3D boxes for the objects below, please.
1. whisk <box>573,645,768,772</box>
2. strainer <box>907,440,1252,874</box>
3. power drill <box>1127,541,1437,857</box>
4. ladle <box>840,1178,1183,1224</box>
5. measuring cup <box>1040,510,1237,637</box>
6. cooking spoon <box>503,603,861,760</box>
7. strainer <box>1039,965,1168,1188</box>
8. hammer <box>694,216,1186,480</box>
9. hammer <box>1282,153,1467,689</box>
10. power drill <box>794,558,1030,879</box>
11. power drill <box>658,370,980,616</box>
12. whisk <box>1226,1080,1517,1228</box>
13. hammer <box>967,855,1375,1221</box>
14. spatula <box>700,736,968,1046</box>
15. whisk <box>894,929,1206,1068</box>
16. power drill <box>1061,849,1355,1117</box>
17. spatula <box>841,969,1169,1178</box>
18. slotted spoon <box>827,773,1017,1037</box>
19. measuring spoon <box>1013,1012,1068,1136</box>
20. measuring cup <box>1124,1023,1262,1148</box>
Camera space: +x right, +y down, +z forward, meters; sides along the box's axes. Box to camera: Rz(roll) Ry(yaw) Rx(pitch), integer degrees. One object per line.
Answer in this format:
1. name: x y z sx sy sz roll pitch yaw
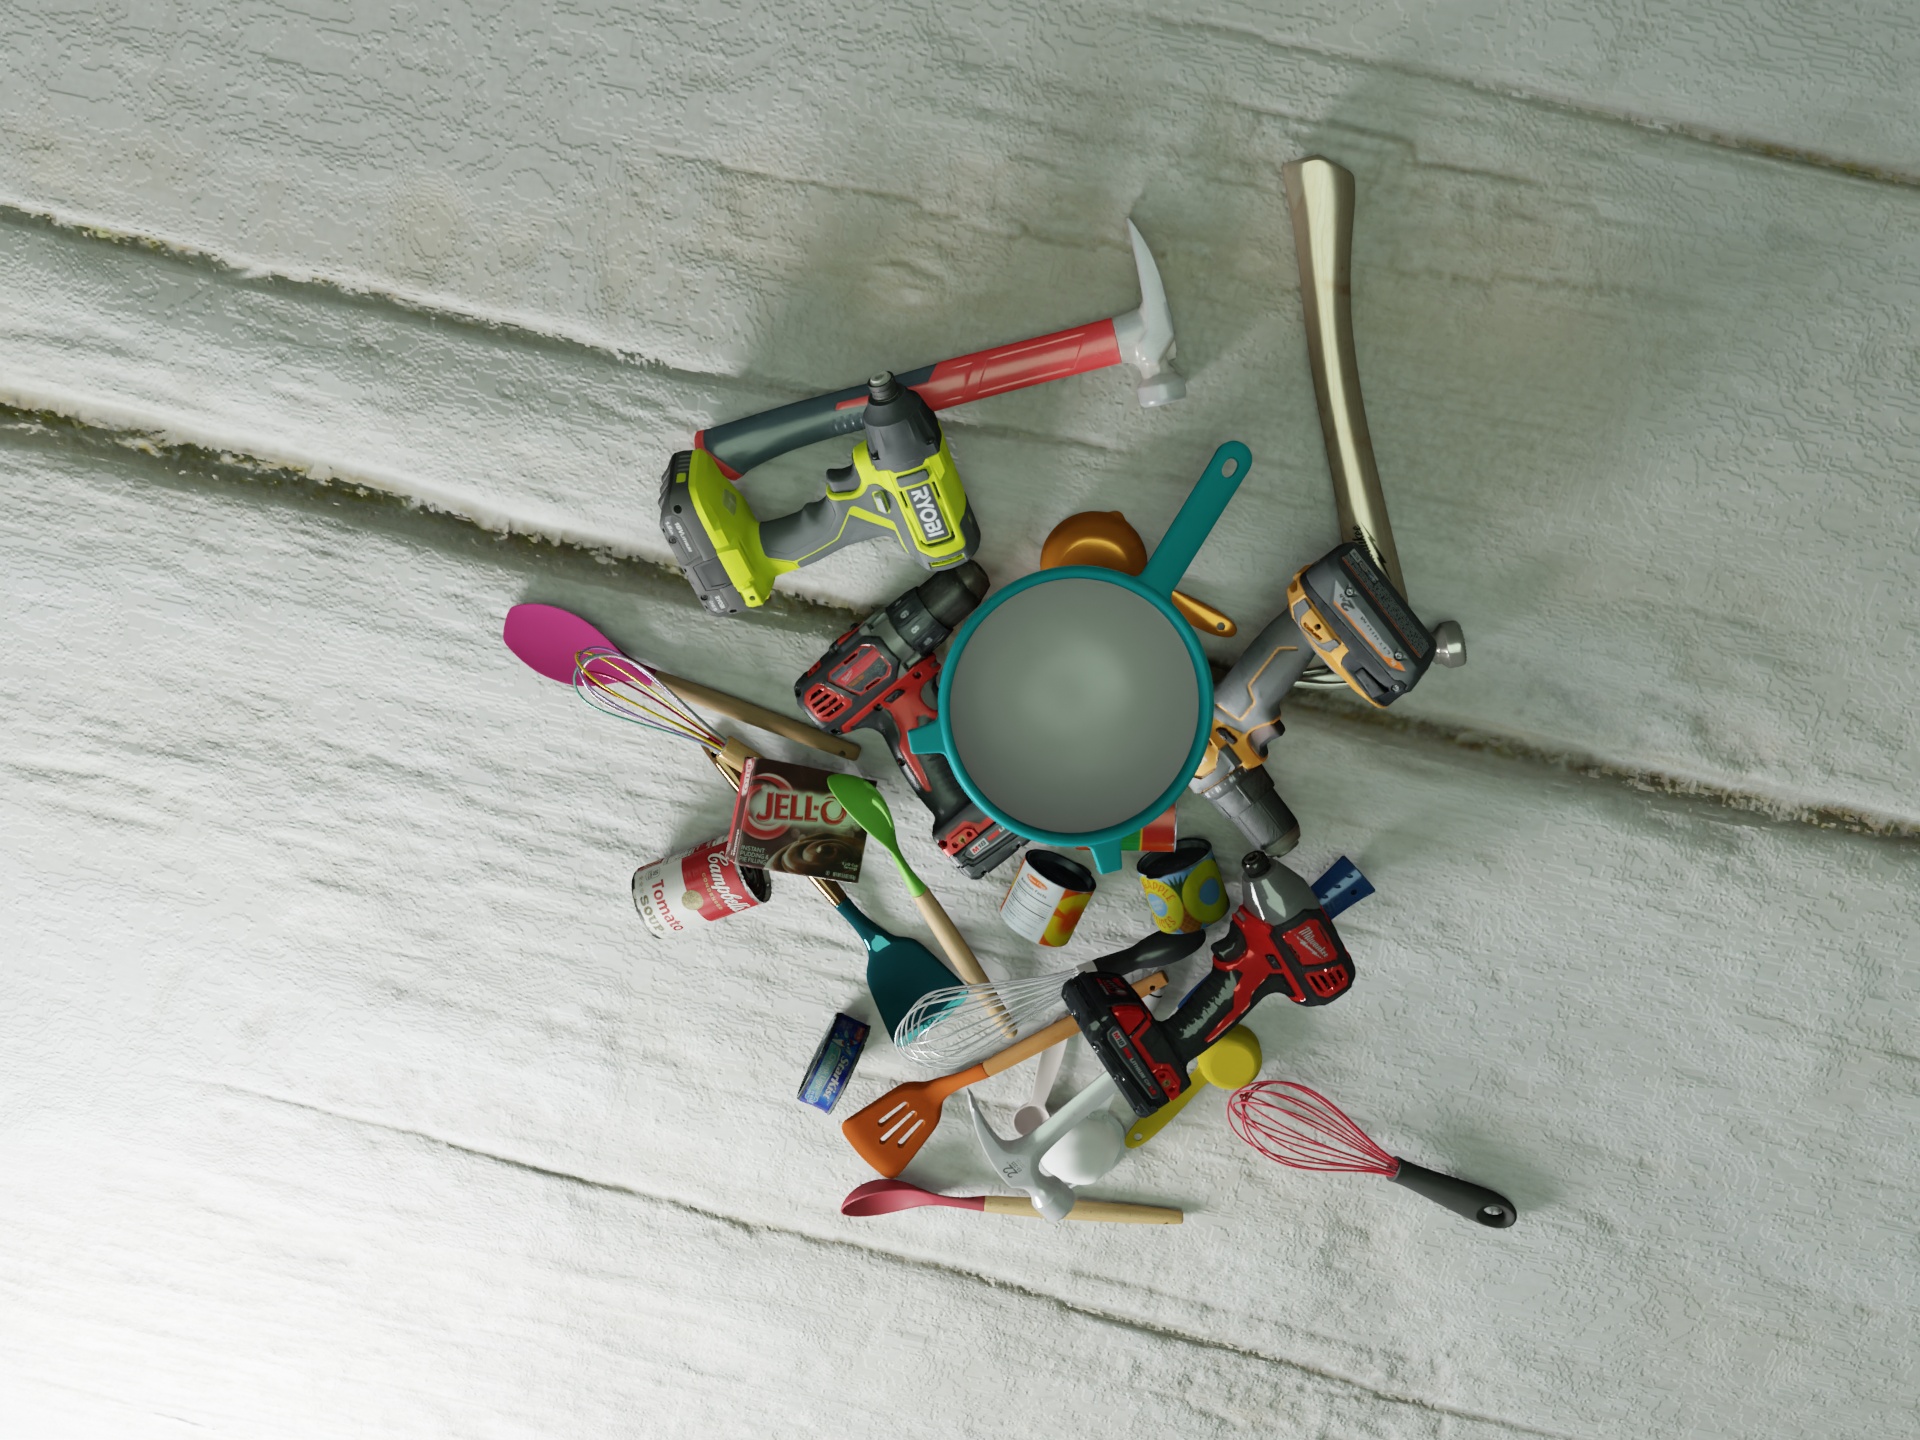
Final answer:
1. whisk: -0.217 0.013 1.328 0.244 0.047 0.051 34 78 -19
2. strainer: 0.115 -0.067 1.229 0.211 0.095 0.340 33 88 -10
3. power drill: 0.261 -0.009 1.246 0.226 0.084 0.185 -39 87 34
4. ladle: 0.048 0.448 1.465 0.315 0.031 0.069 4 147 0
5. measuring cup: 0.145 -0.102 1.276 0.173 0.052 0.095 26 107 -1
6. cooking spoon: -0.235 -0.027 1.348 0.319 0.017 0.068 21 119 -2
7. strainer: 0.133 0.330 1.420 0.086 0.050 0.258 16 105 -17
8. hammer: -0.027 -0.275 1.246 0.386 0.038 0.143 -13 104 8
9. hammer: 0.291 -0.224 1.238 0.146 0.038 0.410 -11 106 9
10. power drill: -0.002 -0.004 1.310 0.188 0.080 0.226 -39 97 14
11. power drill: -0.113 -0.174 1.239 0.223 0.080 0.171 -15 133 10
12. whisk: 0.368 0.390 1.412 0.295 0.073 0.073 25 108 -10
13. hammer: 0.182 0.257 1.360 0.405 0.035 0.144 -42 108 6
14. spatula: -0.120 0.139 1.377 0.082 0.044 0.317 -38 99 7
15. whisk: 0.078 0.228 1.357 0.284 0.070 0.070 -19 105 -8
16. power drill: 0.201 0.208 1.290 0.219 0.079 0.143 -33 111 -1
17. spatula: 0.044 0.305 1.409 0.322 0.041 0.081 -31 114 15
18. slotted spoon: -0.023 0.161 1.351 0.031 0.070 0.313 -29 118 3
19. measuring spoon: 0.076 0.318 1.435 0.034 0.018 0.124 15 101 -4
20. measuring cup: 0.204 0.333 1.413 0.062 0.029 0.156 43 100 -9
